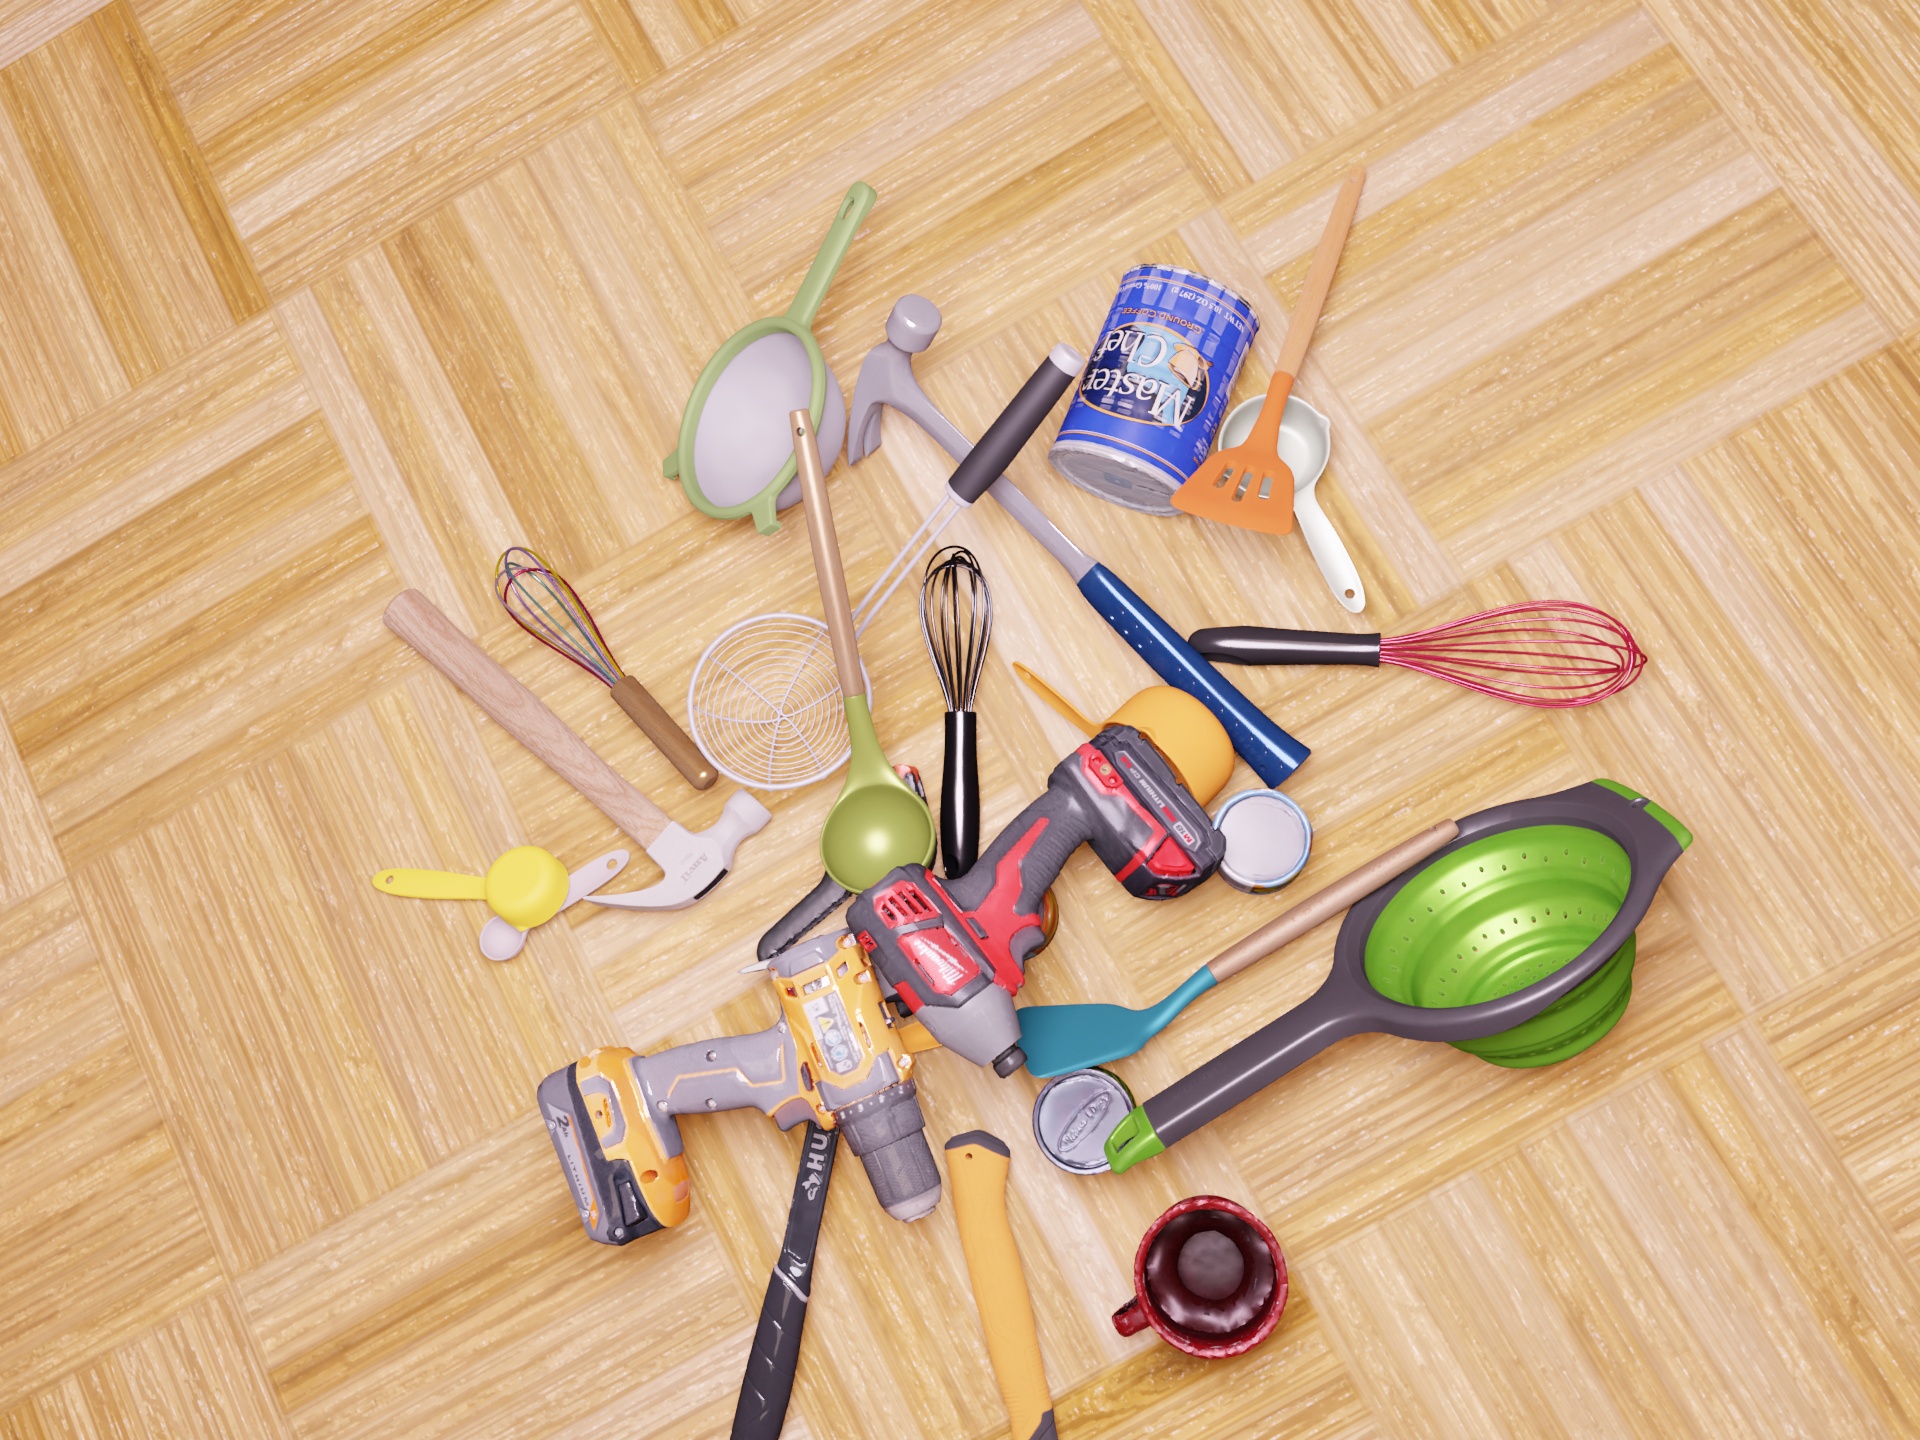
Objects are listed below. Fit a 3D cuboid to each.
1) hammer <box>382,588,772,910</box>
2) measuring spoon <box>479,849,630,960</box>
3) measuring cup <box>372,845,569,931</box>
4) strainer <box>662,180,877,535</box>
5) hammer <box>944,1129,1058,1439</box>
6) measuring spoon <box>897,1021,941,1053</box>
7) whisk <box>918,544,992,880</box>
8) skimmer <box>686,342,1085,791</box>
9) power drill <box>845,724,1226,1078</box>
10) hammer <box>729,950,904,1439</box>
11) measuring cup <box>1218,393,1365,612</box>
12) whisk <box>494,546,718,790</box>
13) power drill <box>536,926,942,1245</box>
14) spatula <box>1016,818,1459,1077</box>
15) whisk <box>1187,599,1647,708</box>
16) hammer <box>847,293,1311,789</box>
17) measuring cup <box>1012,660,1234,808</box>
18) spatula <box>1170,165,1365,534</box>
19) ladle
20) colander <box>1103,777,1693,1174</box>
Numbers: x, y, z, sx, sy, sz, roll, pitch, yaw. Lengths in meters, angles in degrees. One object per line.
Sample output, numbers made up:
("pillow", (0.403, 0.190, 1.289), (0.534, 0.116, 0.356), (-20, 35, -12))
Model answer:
("hammer", (-0.299, 0.016, 1.151), (0.331, 0.031, 0.130), (38, 80, 15))
("measuring spoon", (-0.288, 0.132, 1.144), (0.124, 0.018, 0.034), (-34, 63, -5))
("measuring cup", (-0.358, 0.115, 1.141), (0.156, 0.029, 0.062), (2, 62, 13))
("strainer", (-0.108, -0.254, 1.138), (0.152, 0.069, 0.256), (32, 97, 43))
("hammer", (0.035, 0.437, 1.028), (0.127, 0.034, 0.337), (-14, 78, 5))
("measuring spoon", (-0.031, 0.218, 1.091), (0.117, 0.011, 0.021), (-17, 77, 2))
("whisk", (-0.003, -0.004, 1.108), (0.055, 0.055, 0.239), (-1, 84, 8))
("skimmer", (-0.048, -0.101, 1.050), (0.127, 0.090, 0.363), (46, 117, 9))
("power drill", (0.052, 0.114, 0.999), (0.219, 0.078, 0.143), (-34, 79, -19))
("hammer", (-0.113, 0.350, 1.051), (0.149, 0.036, 0.409), (12, 86, 14))
("measuring cup", (0.236, -0.146, 1.100), (0.083, 0.038, 0.168), (-25, 79, 3))
("whisk", (-0.257, -0.037, 1.139), (0.047, 0.051, 0.245), (-44, 72, -4))
("power drill", (-0.132, 0.258, 1.011), (0.226, 0.084, 0.185), (-25, 81, 6))
("spatula", (0.182, 0.145, 1.038), (0.317, 0.082, 0.044), (-32, 111, 5))
("whisk", (0.300, -0.047, 1.062), (0.296, 0.073, 0.073), (3, 80, 14))
("hammer", (0.077, -0.106, 1.091), (0.405, 0.144, 0.035), (45, 53, 5))
("measuring cup", (0.111, -0.004, 1.078), (0.052, 0.095, 0.174), (-39, 59, -20))
("spatula", (0.229, -0.259, 1.087), (0.081, 0.041, 0.323), (17, 70, 14))
("ladle", (-0.076, -0.040, 1.027), (0.078, 0.062, 0.320), (-9, 101, 6))
("colander", (0.275, 0.190, 0.985), (0.397, 0.205, 0.094), (-33, 109, 3))
